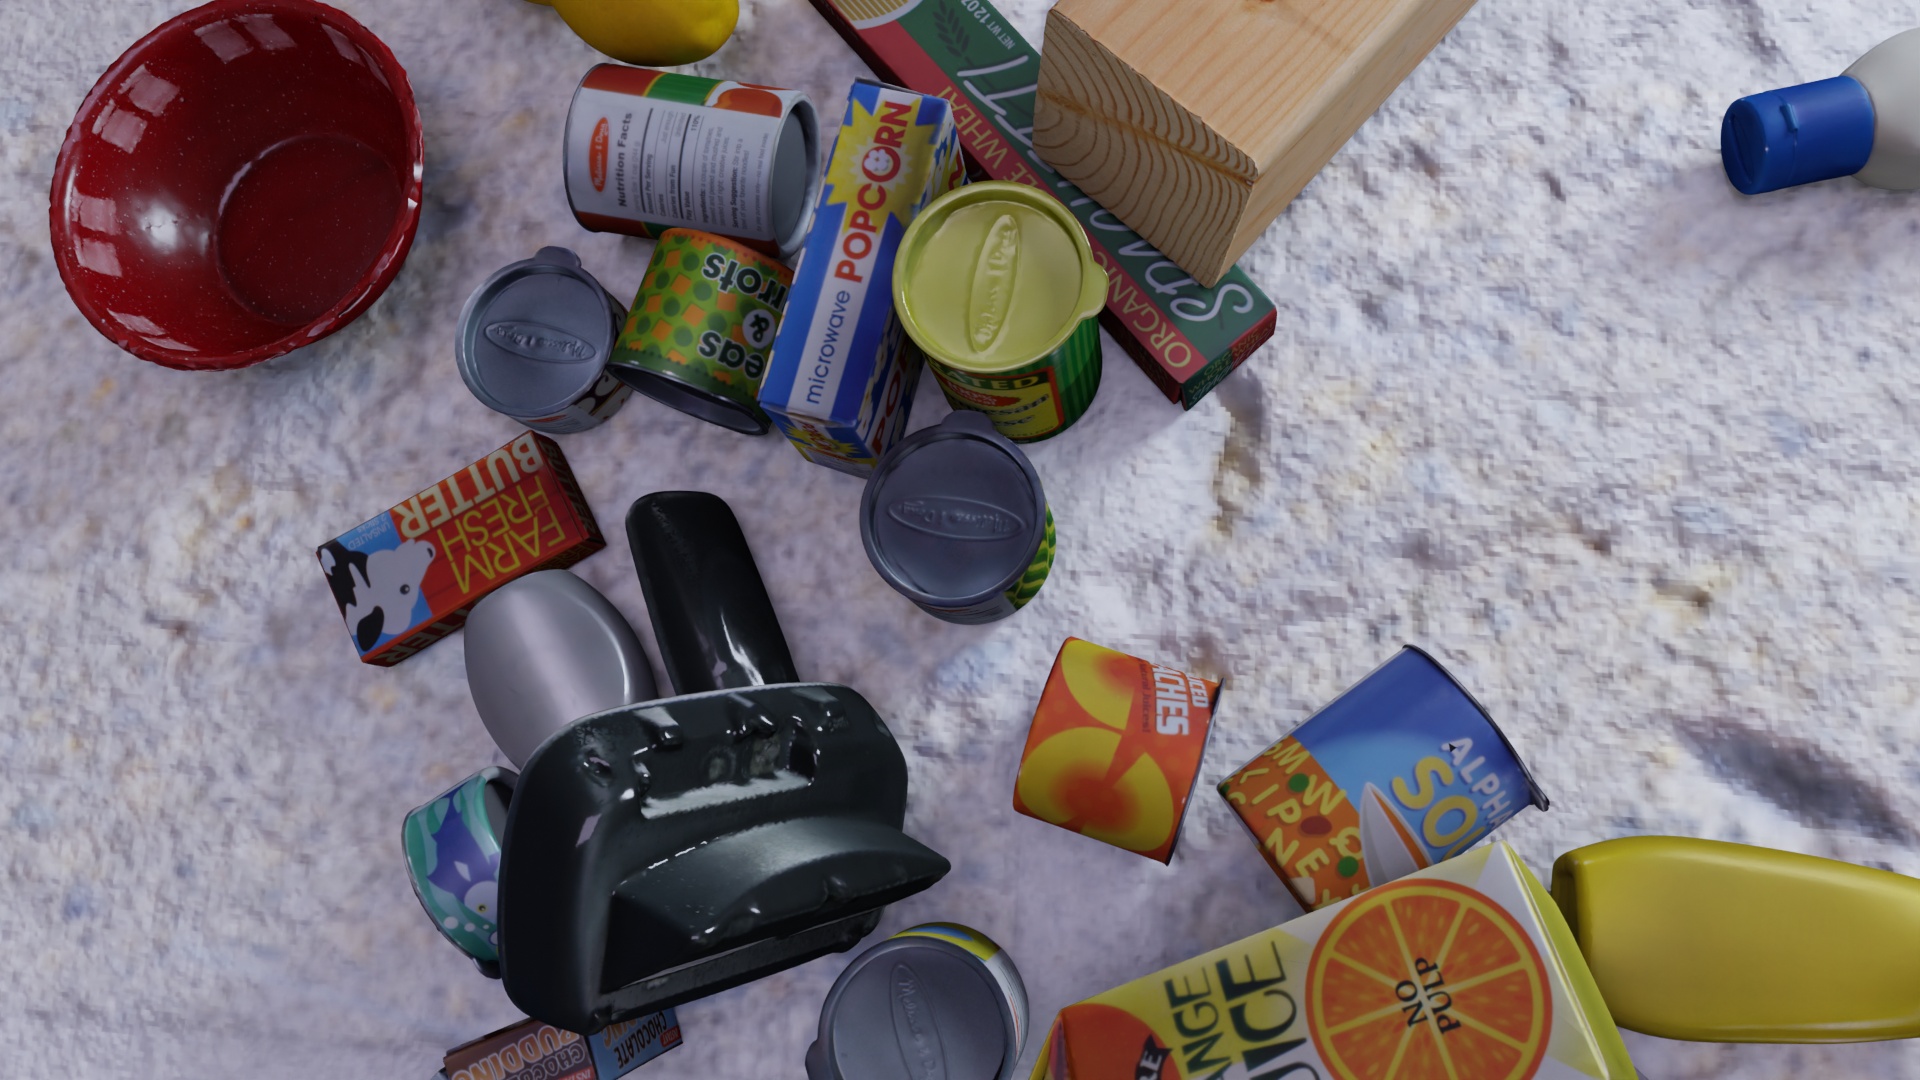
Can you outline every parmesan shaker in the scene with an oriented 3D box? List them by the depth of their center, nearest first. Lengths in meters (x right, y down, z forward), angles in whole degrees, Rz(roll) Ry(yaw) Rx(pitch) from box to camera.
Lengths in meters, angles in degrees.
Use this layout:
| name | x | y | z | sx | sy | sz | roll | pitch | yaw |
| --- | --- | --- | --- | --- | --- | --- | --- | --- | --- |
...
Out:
| name | x | y | z | sx | sy | sz | roll | pitch | yaw |
| --- | --- | --- | --- | --- | --- | --- | --- | --- | --- |
| parmesan shaker | 0.020 | -0.077 | 0.501 | 0.071 | 0.103 | 0.071 | -1 | 79 | 8 |

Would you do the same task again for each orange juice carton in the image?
| name | x | y | z | sx | sy | sz | roll | pitch | yaw |
| --- | --- | --- | --- | --- | --- | --- | --- | --- | --- |
| orange juice carton | 0.101 | 0.170 | 0.434 | 0.192 | 0.071 | 0.073 | -28 | 50 | 18 |

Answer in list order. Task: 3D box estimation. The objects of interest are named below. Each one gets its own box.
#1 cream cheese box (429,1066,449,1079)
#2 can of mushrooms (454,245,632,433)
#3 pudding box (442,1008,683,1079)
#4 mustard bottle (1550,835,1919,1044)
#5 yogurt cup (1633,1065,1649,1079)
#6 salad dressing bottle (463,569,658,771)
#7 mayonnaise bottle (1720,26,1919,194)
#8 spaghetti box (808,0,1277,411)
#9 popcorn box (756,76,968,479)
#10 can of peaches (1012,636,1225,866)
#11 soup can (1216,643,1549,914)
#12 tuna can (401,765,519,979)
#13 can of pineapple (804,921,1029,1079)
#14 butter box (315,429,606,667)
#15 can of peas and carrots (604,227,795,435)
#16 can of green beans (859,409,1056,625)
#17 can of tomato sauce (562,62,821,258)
| name | x | y | z | sx | sy | sz | roll | pitch | yaw |
| --- | --- | --- | --- | --- | --- | --- | --- | --- | --- |
| cream cheese box | -0.167 | 0.245 | 0.504 | 0.104 | 0.024 | 0.053 | 39 | 85 | 12 |
| can of mushrooms | -0.165 | -0.080 | 0.561 | 0.071 | 0.033 | 0.071 | -1 | 79 | 8 |
| pudding box | -0.135 | 0.176 | 0.482 | 0.049 | 0.083 | 0.030 | -22 | 78 | 3 |
| mustard bottle | 0.280 | 0.134 | 0.454 | 0.160 | 0.048 | 0.065 | 4 | 80 | 8 |
| yogurt cup | 0.205 | 0.196 | 0.445 | 0.072 | 0.072 | 0.054 | 42 | 95 | 13 |
| salad dressing bottle | -0.134 | 0.083 | 0.521 | 0.064 | 0.044 | 0.148 | -31 | 78 | -1 |
| mayonnaise bottle | 0.360 | -0.159 | 0.504 | 0.148 | 0.041 | 0.065 | -11 | 77 | 7 |
| spaghetti box | 0.026 | -0.160 | 0.554 | 0.050 | 0.028 | 0.250 | -39 | 77 | -2 |
| popcorn box | -0.033 | -0.093 | 0.520 | 0.038 | 0.085 | 0.127 | 14 | 81 | 9 |
| can of peaches | 0.055 | 0.071 | 0.485 | 0.058 | 0.071 | 0.071 | 17 | 82 | 11 |
| soup can | 0.141 | 0.087 | 0.470 | 0.084 | 0.071 | 0.071 | -36 | 77 | 0 |
| tuna can | -0.168 | 0.120 | 0.506 | 0.033 | 0.071 | 0.071 | -31 | 77 | 1 |
| can of pineapple | -0.013 | 0.168 | 0.481 | 0.071 | 0.058 | 0.071 | -1 | 79 | 7 |
| butter box | -0.199 | 0.003 | 0.554 | 0.103 | 0.024 | 0.053 | -29 | 76 | 1 |
| can of peas and carrots | -0.093 | -0.080 | 0.533 | 0.071 | 0.071 | 0.059 | 19 | 82 | 11 |
| can of green beans | 0.001 | -0.004 | 0.512 | 0.071 | 0.057 | 0.071 | -1 | 79 | 8 |
| can of tomato sauce | -0.104 | -0.150 | 0.552 | 0.083 | 0.071 | 0.071 | 10 | 81 | 9 |
